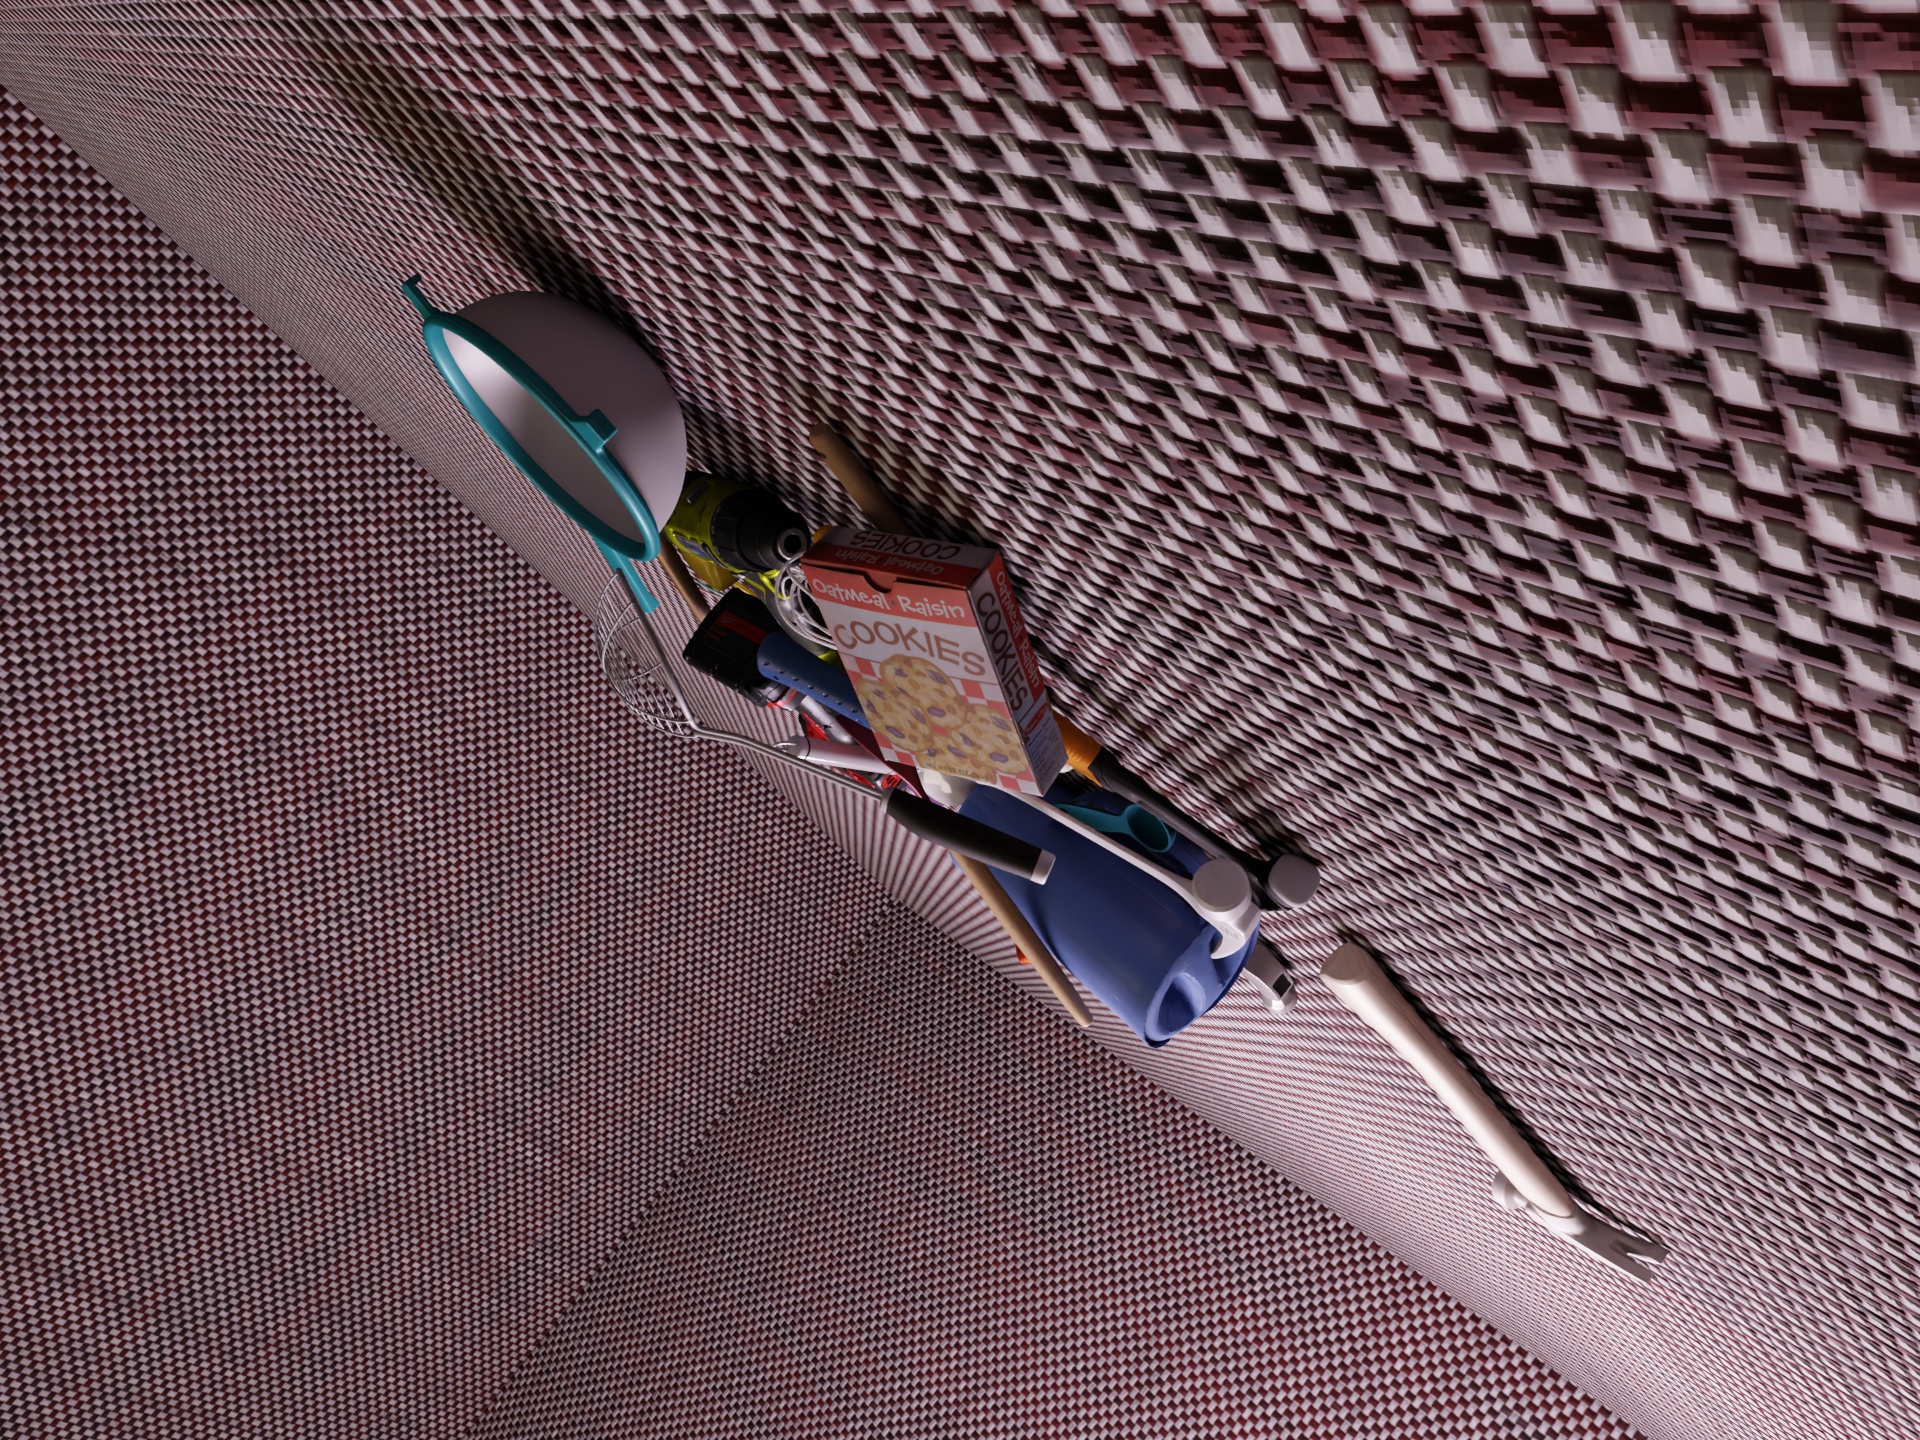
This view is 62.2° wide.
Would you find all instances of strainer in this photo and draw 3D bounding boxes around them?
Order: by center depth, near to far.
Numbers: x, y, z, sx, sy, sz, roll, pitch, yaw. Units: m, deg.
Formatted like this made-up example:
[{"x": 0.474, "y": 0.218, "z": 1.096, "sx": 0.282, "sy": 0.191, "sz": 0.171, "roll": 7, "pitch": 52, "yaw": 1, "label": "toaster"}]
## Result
[{"x": -0.245, "y": -0.187, "z": 1.126, "sx": 0.211, "sy": 0.095, "sz": 0.340, "roll": 37, "pitch": 165, "yaw": 20, "label": "strainer"}, {"x": -0.050, "y": 0.037, "z": 1.267, "sx": 0.087, "sy": 0.050, "sz": 0.258, "roll": -22, "pitch": 157, "yaw": 40, "label": "strainer"}]

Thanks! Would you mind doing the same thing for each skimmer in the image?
[{"x": -0.094, "y": 0.004, "z": 1.098, "sx": 0.363, "sy": 0.090, "sz": 0.127, "roll": 23, "pitch": 164, "yaw": 7, "label": "skimmer"}]

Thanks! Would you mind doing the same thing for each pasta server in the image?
[{"x": -0.285, "y": -0.189, "z": 1.318, "sx": 0.315, "sy": 0.040, "sz": 0.060, "roll": 62, "pitch": 173, "yaw": -34, "label": "pasta server"}]

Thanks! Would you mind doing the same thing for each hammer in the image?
[{"x": 0.075, "y": 0.019, "z": 1.035, "sx": 0.337, "sy": 0.034, "sz": 0.127, "roll": 36, "pitch": 168, "yaw": -3, "label": "hammer"}, {"x": 0.024, "y": 0.043, "z": 1.082, "sx": 0.406, "sy": 0.035, "sz": 0.144, "roll": 29, "pitch": 168, "yaw": 25, "label": "hammer"}, {"x": 0.387, "y": 0.290, "z": 1.178, "sx": 0.410, "sy": 0.038, "sz": 0.146, "roll": 46, "pitch": 167, "yaw": -33, "label": "hammer"}, {"x": 0.148, "y": 0.139, "z": 1.390, "sx": 0.332, "sy": 0.031, "sz": 0.129, "roll": 34, "pitch": 169, "yaw": 31, "label": "hammer"}]

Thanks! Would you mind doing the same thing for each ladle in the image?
[{"x": 0.010, "y": 0.113, "z": 1.211, "sx": 0.315, "sy": 0.031, "sz": 0.069, "roll": 54, "pitch": -178, "yaw": -13, "label": "ladle"}]

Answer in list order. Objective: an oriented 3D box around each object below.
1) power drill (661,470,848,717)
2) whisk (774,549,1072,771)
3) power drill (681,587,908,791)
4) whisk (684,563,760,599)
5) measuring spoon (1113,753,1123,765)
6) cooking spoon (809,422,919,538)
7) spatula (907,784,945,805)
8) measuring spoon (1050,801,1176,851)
[{"x": -0.117, "y": -0.091, "z": 1.203, "sx": 0.228, "sy": 0.080, "sz": 0.191, "roll": 48, "pitch": 167, "yaw": -32, "label": "power drill"}, {"x": -0.018, "y": -0.035, "z": 1.075, "sx": 0.246, "sy": 0.059, "sz": 0.058, "roll": 33, "pitch": -177, "yaw": -16, "label": "whisk"}, {"x": -0.139, "y": -0.020, "z": 1.417, "sx": 0.143, "sy": 0.078, "sz": 0.219, "roll": 28, "pitch": 168, "yaw": 42, "label": "power drill"}, {"x": -0.168, "y": -0.103, "z": 1.436, "sx": 0.245, "sy": 0.051, "sz": 0.047, "roll": 34, "pitch": 155, "yaw": -2, "label": "whisk"}, {"x": 0.082, "y": 0.019, "z": 1.154, "sx": 0.034, "sy": 0.018, "sz": 0.124, "roll": 44, "pitch": 162, "yaw": -26, "label": "measuring spoon"}, {"x": -0.011, "y": -0.082, "z": 1.013, "sx": 0.069, "sy": 0.017, "sz": 0.318, "roll": 31, "pitch": 168, "yaw": 41, "label": "cooking spoon"}, {"x": -0.019, "y": 0.064, "z": 1.512, "sx": 0.059, "sy": 0.018, "sz": 0.316, "roll": 40, "pitch": 170, "yaw": -8, "label": "spatula"}, {"x": 0.113, "y": 0.068, "z": 1.169, "sx": 0.129, "sy": 0.021, "sz": 0.042, "roll": 7, "pitch": 129, "yaw": 53, "label": "measuring spoon"}]
